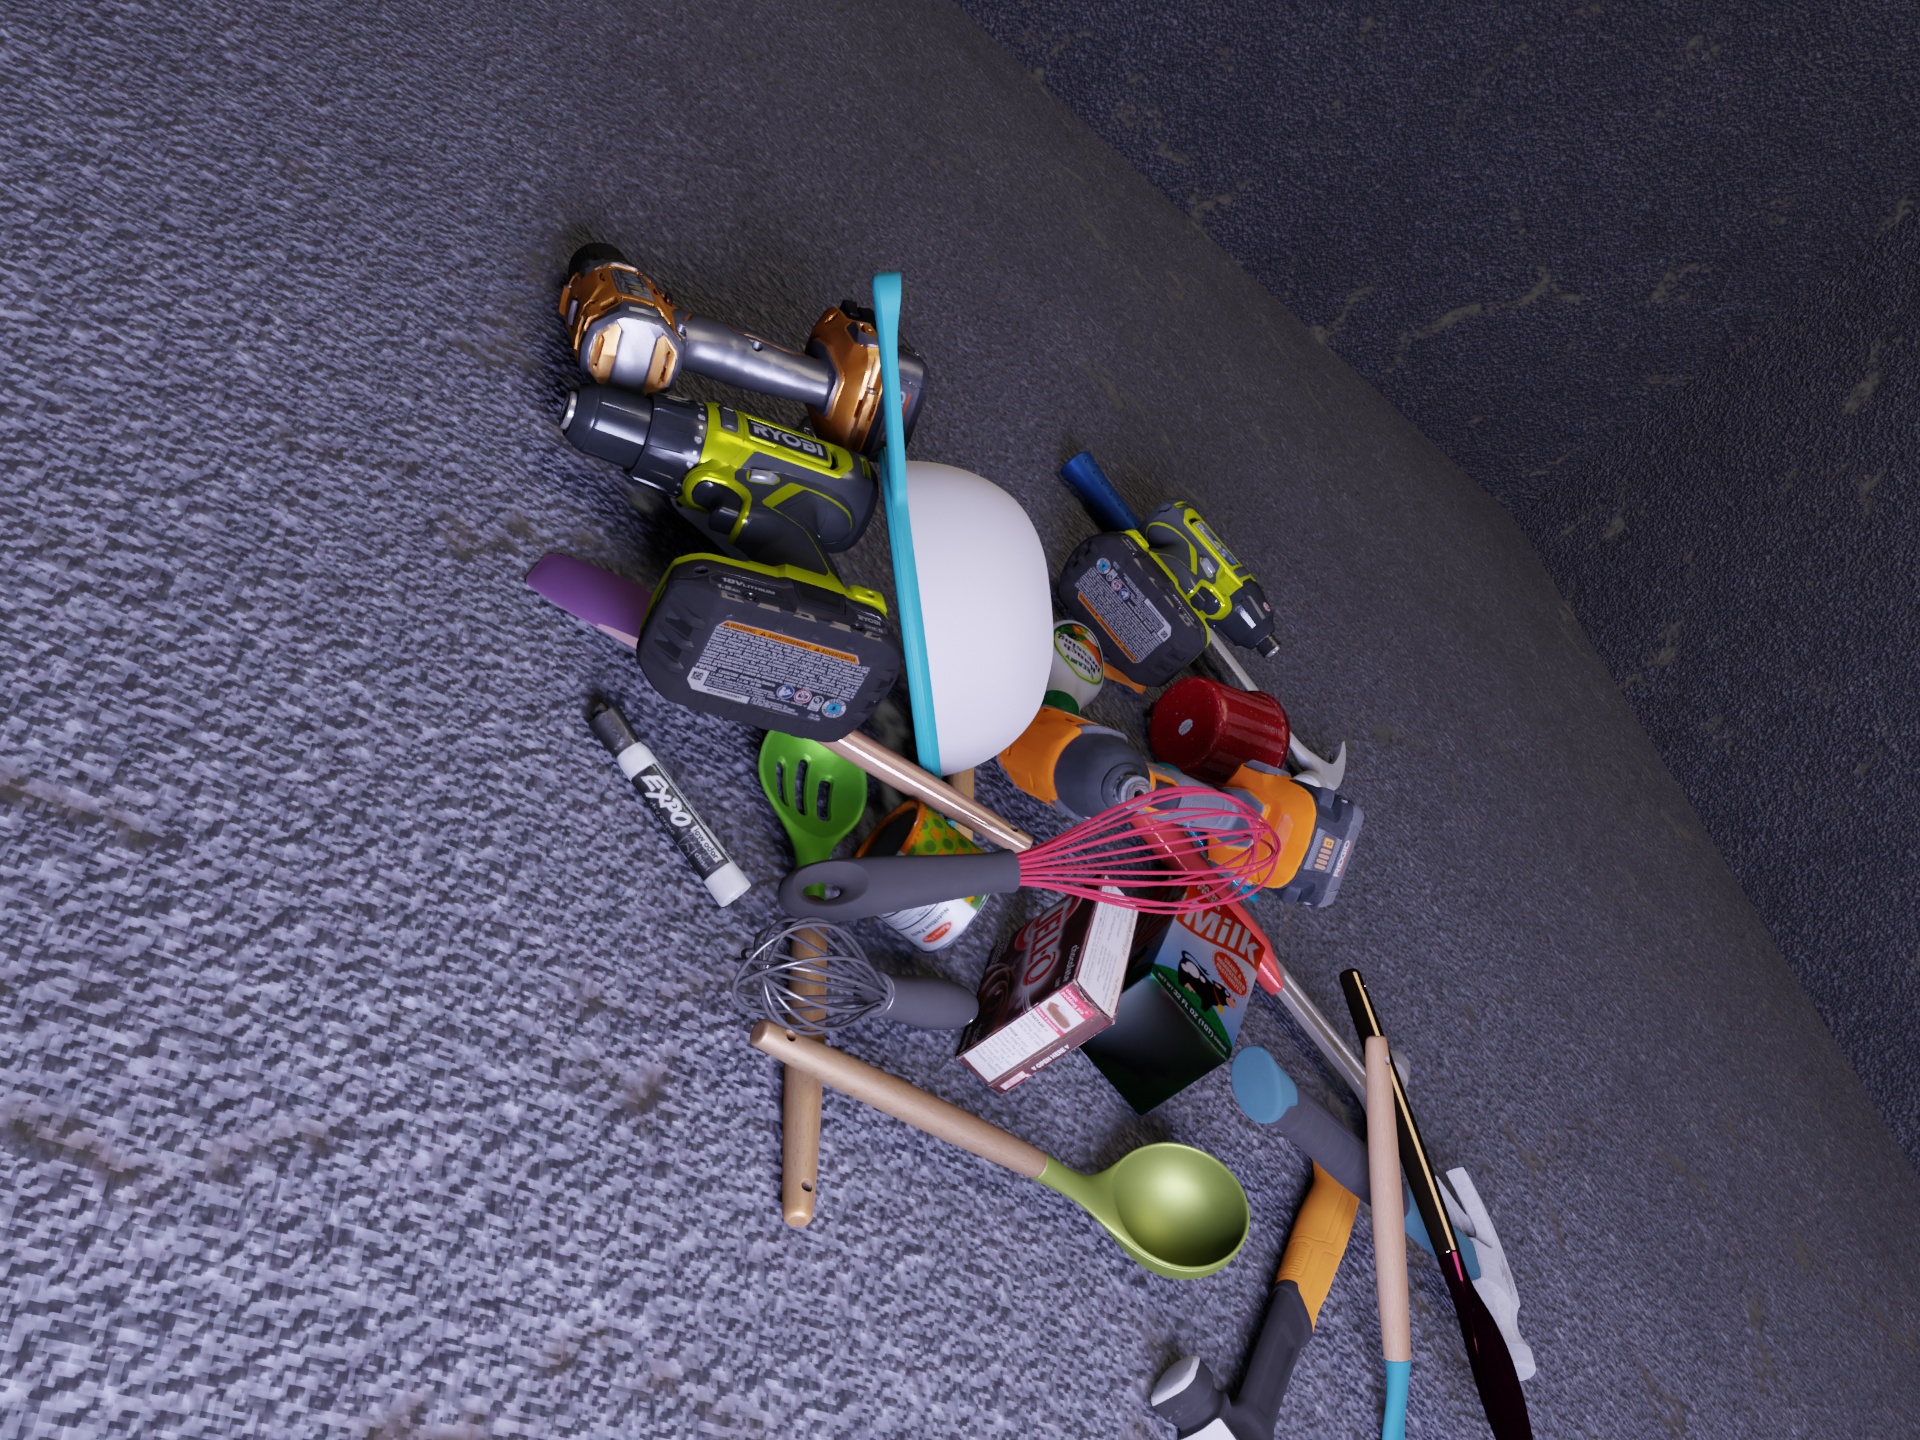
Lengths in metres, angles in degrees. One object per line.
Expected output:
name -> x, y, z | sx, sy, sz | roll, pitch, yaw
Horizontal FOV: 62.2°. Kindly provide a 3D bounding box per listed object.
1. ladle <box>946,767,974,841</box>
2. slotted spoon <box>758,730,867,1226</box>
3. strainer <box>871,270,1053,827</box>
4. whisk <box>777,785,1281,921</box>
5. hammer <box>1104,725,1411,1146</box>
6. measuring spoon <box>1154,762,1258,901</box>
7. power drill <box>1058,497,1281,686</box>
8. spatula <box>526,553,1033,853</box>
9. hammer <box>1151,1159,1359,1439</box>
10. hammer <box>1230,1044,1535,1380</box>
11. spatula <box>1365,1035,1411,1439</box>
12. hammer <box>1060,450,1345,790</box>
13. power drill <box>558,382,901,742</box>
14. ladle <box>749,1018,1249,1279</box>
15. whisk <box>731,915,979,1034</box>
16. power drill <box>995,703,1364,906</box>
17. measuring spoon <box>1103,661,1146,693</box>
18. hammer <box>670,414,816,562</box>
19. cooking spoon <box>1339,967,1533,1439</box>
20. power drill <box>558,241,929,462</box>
ladle -> -0.002, -0.003, 1.079 | 0.069, 0.031, 0.316 | 36, 31, -27
slotted spoon -> -0.079, 0.113, 0.811 | 0.070, 0.031, 0.314 | 26, 36, -24
strainer -> 0.005, -0.110, 0.925 | 0.340, 0.095, 0.211 | 86, -4, -46
whisk -> 0.044, 0.078, 0.853 | 0.295, 0.073, 0.073 | -4, 53, -23
hammer -> 0.202, 0.157, 1.164 | 0.359, 0.036, 0.149 | 51, 27, 3
measuring spoon -> 0.183, 0.079, 1.167 | 0.128, 0.021, 0.042 | 49, 27, -2
power drill -> 0.195, -0.110, 1.408 | 0.171, 0.080, 0.223 | 51, 32, 10
spatula -> -0.095, -0.008, 0.890 | 0.316, 0.018, 0.060 | 31, 29, -8
hammer -> 0.204, 0.340, 0.932 | 0.127, 0.034, 0.337 | 50, 27, 3
hammer -> 0.270, 0.300, 1.008 | 0.330, 0.033, 0.128 | 43, 30, -33
spatula -> 0.263, 0.345, 0.925 | 0.082, 0.044, 0.318 | 10, 74, -50
hammer -> 0.234, -0.094, 1.537 | 0.405, 0.035, 0.144 | 53, 27, 8
power drill -> -0.129, -0.103, 0.895 | 0.190, 0.080, 0.229 | 15, 36, -27
ladle -> 0.029, 0.208, 0.796 | 0.319, 0.062, 0.078 | 34, 29, -32
whisk -> -0.040, 0.131, 0.777 | 0.055, 0.055, 0.238 | 62, 13, 23
power drill -> 0.151, 0.056, 1.059 | 0.226, 0.084, 0.164 | 18, 3, -22
measuring spoon -> 0.119, -0.048, 1.330 | 0.116, 0.011, 0.021 | 24, 36, -41
hammer -> -0.108, -0.203, 1.167 | 0.149, 0.036, 0.409 | 46, 27, -9
cooking spoon -> 0.293, 0.305, 0.987 | 0.068, 0.017, 0.319 | 25, 44, -52
power drill -> -0.153, -0.253, 1.057 | 0.226, 0.084, 0.186 | 8, 29, -26
